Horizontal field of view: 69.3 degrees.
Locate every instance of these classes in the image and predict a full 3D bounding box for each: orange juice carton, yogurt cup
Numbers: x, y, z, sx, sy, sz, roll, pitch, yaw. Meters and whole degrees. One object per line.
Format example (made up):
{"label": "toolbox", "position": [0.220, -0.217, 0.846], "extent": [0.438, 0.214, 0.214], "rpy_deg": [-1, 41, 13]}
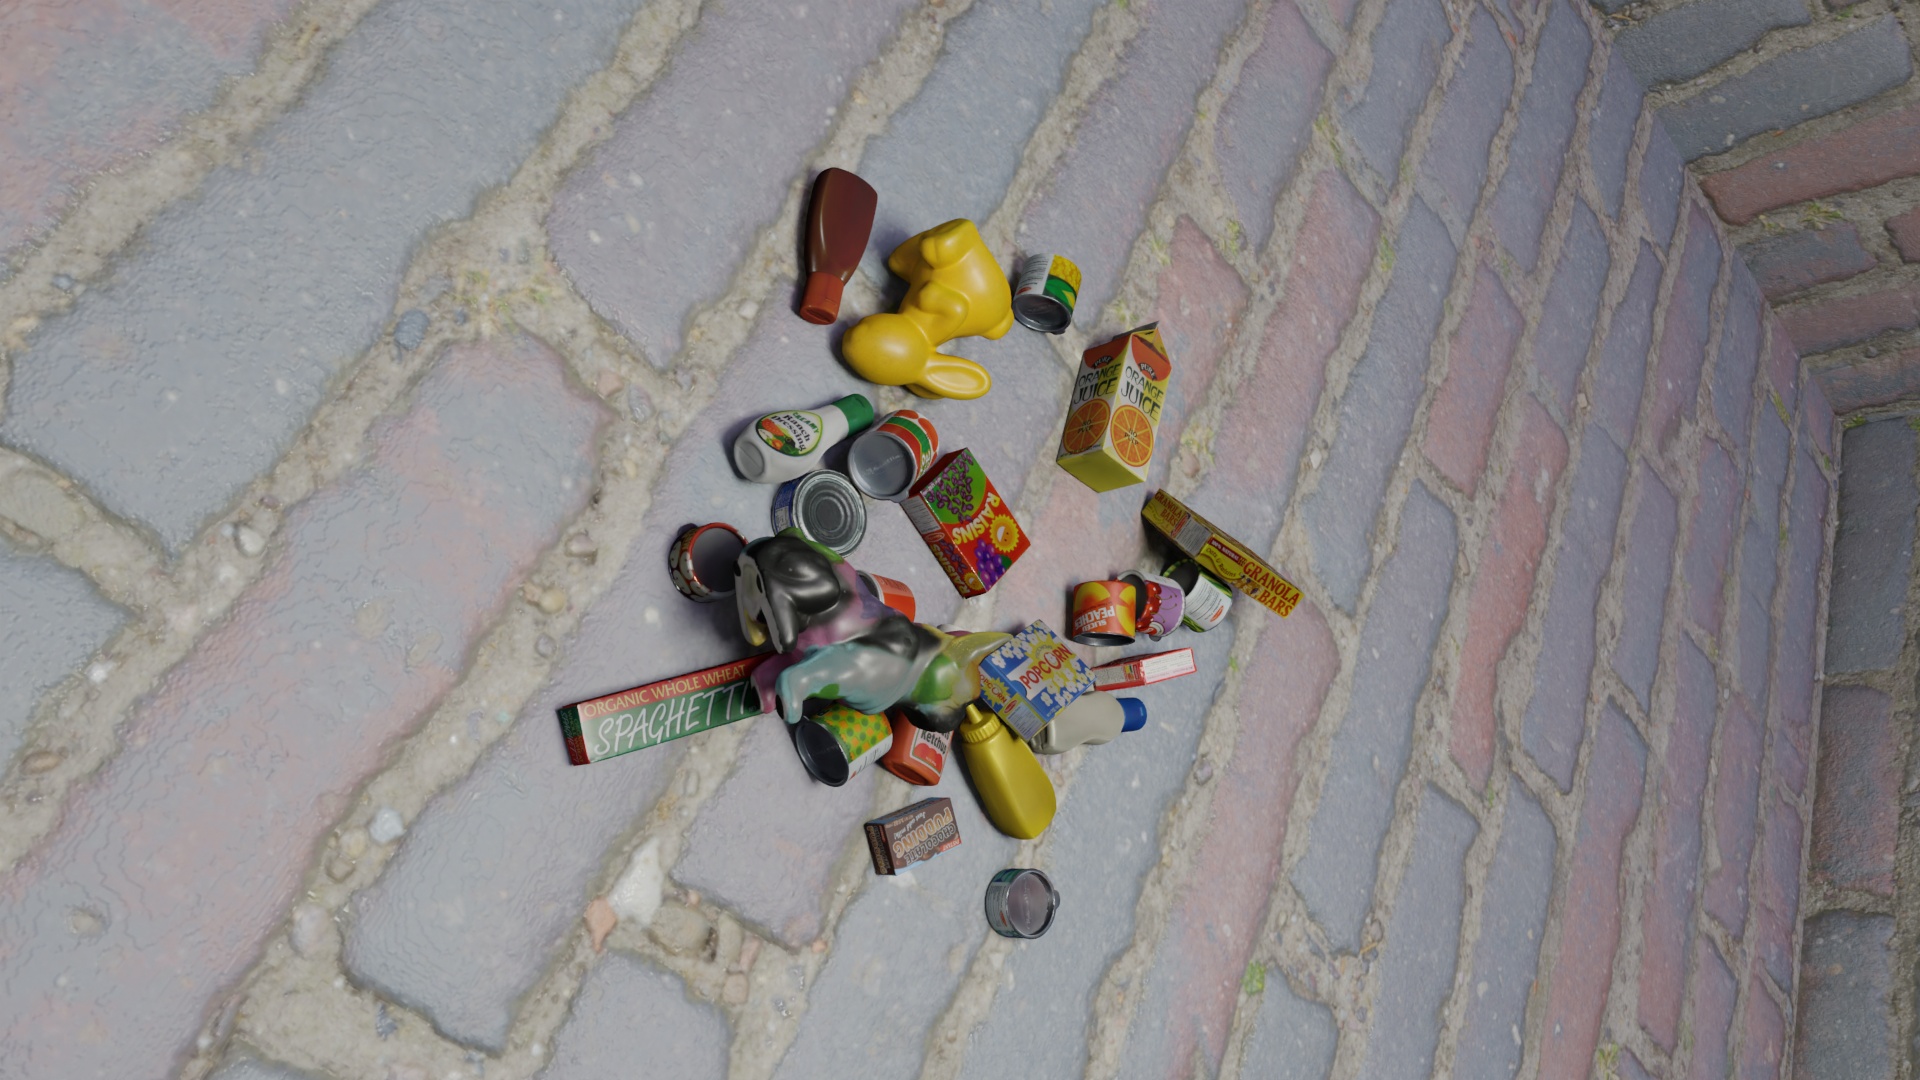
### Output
{"label": "orange juice carton", "position": [0.175, -0.157, 1.535], "extent": [0.073, 0.071, 0.193], "rpy_deg": [33, 61, -32]}
{"label": "yogurt cup", "position": [-0.078, 0.062, 1.270], "extent": [0.054, 0.072, 0.072], "rpy_deg": [8, 75, -48]}

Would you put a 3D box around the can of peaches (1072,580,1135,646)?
{"label": "can of peaches", "position": [0.150, 0.077, 1.461], "extent": [0.071, 0.071, 0.058], "rpy_deg": [16, 69, -38]}

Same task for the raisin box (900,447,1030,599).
{"label": "raisin box", "position": [0.005, -0.017, 1.377], "extent": [0.123, 0.040, 0.086], "rpy_deg": [56, 50, -15]}

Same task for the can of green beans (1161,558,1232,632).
{"label": "can of green beans", "position": [0.262, 0.061, 1.563], "extent": [0.057, 0.071, 0.071], "rpy_deg": [36, 59, -29]}

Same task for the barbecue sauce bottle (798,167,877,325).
{"label": "barbecue sauce bottle", "position": [-0.121, -0.279, 1.325], "extent": [0.065, 0.043, 0.149], "rpy_deg": [25, 65, -35]}

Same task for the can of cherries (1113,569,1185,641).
{"label": "can of cherries", "position": [0.200, 0.071, 1.508], "extent": [0.058, 0.071, 0.071], "rpy_deg": [15, 71, -38]}

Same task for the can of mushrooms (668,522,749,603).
{"label": "can of mushrooms", "position": [-0.213, 0.017, 1.183], "extent": [0.071, 0.033, 0.071], "rpy_deg": [10, 74, -39]}

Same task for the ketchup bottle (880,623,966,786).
{"label": "ketchup bottle", "position": [-0.027, 0.151, 1.305], "extent": [0.064, 0.043, 0.149], "rpy_deg": [43, 54, -41]}

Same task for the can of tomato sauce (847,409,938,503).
{"label": "can of tomato sauce", "position": [-0.060, -0.080, 1.296], "extent": [0.071, 0.071, 0.083], "rpy_deg": [62, 22, -11]}

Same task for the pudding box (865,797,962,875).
{"label": "pudding box", "position": [-0.042, 0.271, 1.274], "extent": [0.084, 0.030, 0.049], "rpy_deg": [-13, 90, -42]}

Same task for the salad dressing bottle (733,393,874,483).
{"label": "salad dressing bottle", "position": [-0.139, -0.097, 1.263], "extent": [0.064, 0.043, 0.148], "rpy_deg": [44, 42, 14]}

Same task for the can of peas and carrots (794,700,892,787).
{"label": "can of peas and carrots", "position": [-0.104, 0.172, 1.220], "extent": [0.059, 0.071, 0.071], "rpy_deg": [-31, 101, -41]}

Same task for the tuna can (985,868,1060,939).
{"label": "tuna can", "position": [0.060, 0.350, 1.342], "extent": [0.071, 0.032, 0.071], "rpy_deg": [11, 73, -39]}

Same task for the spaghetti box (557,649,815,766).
{"label": "spaghetti box", "position": [-0.211, 0.132, 1.160], "extent": [0.251, 0.028, 0.050], "rpy_deg": [-13, 87, -42]}

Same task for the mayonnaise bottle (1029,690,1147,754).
{"label": "mayonnaise bottle", "position": [0.132, 0.185, 1.439], "extent": [0.148, 0.041, 0.065], "rpy_deg": [2, 72, -42]}

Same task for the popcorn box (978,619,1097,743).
{"label": "popcorn box", "position": [0.071, 0.135, 1.355], "extent": [0.085, 0.038, 0.127], "rpy_deg": [46, 30, 9]}

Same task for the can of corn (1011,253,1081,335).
{"label": "can of corn", "position": [0.095, -0.265, 1.494], "extent": [0.071, 0.071, 0.058], "rpy_deg": [33, 60, -31]}

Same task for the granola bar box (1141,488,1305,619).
{"label": "granola bar box", "position": [0.296, 0.015, 1.570], "extent": [0.165, 0.124, 0.039], "rpy_deg": [30, 101, -32]}

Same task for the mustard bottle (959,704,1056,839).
{"label": "mustard bottle", "position": [0.038, 0.212, 1.337], "extent": [0.066, 0.048, 0.159], "rpy_deg": [-44, 115, -41]}
